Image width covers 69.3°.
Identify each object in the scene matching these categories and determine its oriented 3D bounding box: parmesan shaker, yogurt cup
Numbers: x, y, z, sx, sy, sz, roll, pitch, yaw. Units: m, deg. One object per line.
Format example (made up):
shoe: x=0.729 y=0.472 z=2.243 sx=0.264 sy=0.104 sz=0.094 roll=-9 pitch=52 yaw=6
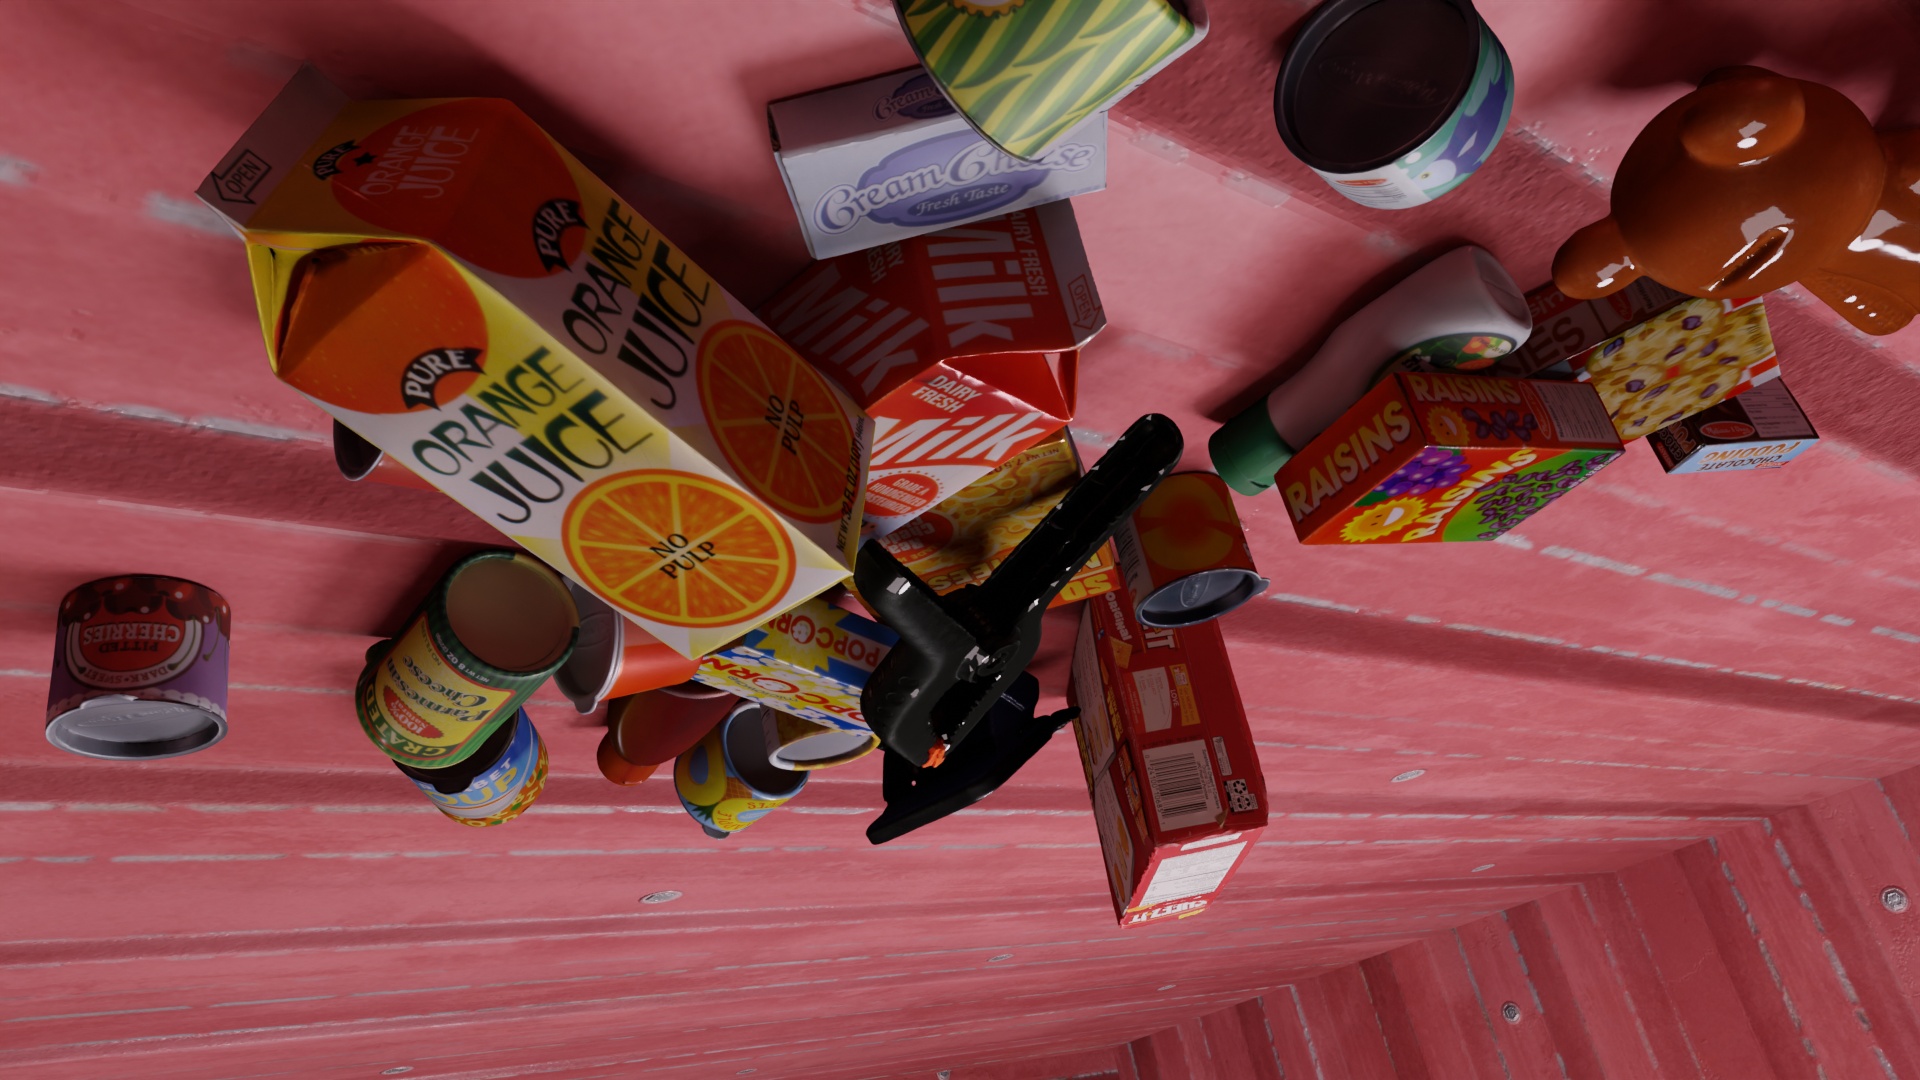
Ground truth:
parmesan shaker: x=-0.231 y=0.053 z=0.641 sx=0.071 sy=0.071 sz=0.102 roll=10 pitch=145 yaw=-39
yogurt cup: x=-0.156 y=0.042 z=0.655 sx=0.054 sy=0.072 sz=0.072 roll=1 pitch=151 yaw=-43

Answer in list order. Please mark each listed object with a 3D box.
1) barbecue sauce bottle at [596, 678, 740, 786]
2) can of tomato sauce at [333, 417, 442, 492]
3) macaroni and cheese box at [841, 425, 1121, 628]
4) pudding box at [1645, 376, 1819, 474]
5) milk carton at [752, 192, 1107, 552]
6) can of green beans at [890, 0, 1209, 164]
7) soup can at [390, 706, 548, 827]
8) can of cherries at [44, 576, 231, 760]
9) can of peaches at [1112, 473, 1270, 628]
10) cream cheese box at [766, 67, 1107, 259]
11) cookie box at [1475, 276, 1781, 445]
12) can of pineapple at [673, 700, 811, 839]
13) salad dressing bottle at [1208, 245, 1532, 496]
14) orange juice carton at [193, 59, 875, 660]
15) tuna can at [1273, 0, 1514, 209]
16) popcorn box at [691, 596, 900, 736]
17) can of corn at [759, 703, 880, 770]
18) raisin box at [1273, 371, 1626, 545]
barbecue sauce bottle: x=-0.169 y=0.096 z=0.778 sx=0.065 sy=0.044 sz=0.147 roll=2 pitch=150 yaw=-29
can of tomato sauce: x=-0.161 y=-0.046 z=0.475 sx=0.083 sy=0.071 sz=0.071 roll=11 pitch=145 yaw=-41
macaroni and cheese box: x=0.002 y=-0.008 z=0.656 sx=0.124 sy=0.040 sz=0.166 roll=-16 pitch=153 yaw=8
pudding box: x=0.399 y=-0.064 z=0.727 sx=0.084 sy=0.050 sz=0.030 roll=-4 pitch=150 yaw=-21
milk carton: x=-0.029 y=-0.057 z=0.509 sx=0.190 sy=0.072 sz=0.073 roll=-31 pitch=148 yaw=31
can of green beans: x=0.024 y=-0.144 z=0.369 sx=0.057 sy=0.071 sz=0.071 roll=-31 pitch=149 yaw=30
soup can: x=-0.258 y=0.111 z=0.732 sx=0.071 sy=0.071 sz=0.083 roll=-9 pitch=153 yaw=-9
can of cherries: x=-0.348 y=0.054 z=0.591 sx=0.071 sy=0.058 sz=0.071 roll=-10 pitch=153 yaw=-5
can of peaches: x=0.117 y=0.005 z=0.719 sx=0.071 sy=0.058 sz=0.071 roll=-11 pitch=153 yaw=-6
cream cheese box: x=-0.005 y=-0.124 z=0.441 sx=0.104 sy=0.024 sz=0.053 roll=-14 pitch=153 yaw=0
cookie box: x=0.289 y=-0.077 z=0.661 sx=0.167 sy=0.040 sz=0.123 roll=-28 pitch=150 yaw=24
can of pineapple: x=-0.133 y=0.140 z=0.851 sx=0.071 sy=0.071 sz=0.057 roll=10 pitch=145 yaw=-39
salad dressing bottle: x=0.176 y=-0.070 z=0.614 sx=0.064 sy=0.044 sz=0.147 roll=10 pitch=146 yaw=-41
orange juice carton: x=-0.117 y=-0.053 z=0.401 sx=0.073 sy=0.072 sz=0.192 roll=-29 pitch=127 yaw=29
tuna can: x=0.136 y=-0.141 z=0.432 sx=0.071 sy=0.071 sz=0.033 roll=-31 pitch=150 yaw=31
popcorn box: x=-0.075 y=0.062 z=0.704 sx=0.126 sy=0.038 sz=0.085 roll=25 pitch=155 yaw=-32
can of corn: x=-0.080 y=0.093 z=0.797 sx=0.071 sy=0.058 sz=0.071 roll=-11 pitch=154 yaw=-5
raisin box: x=0.213 y=-0.035 z=0.609 sx=0.123 sy=0.040 sz=0.085 roll=-1 pitch=153 yaw=-29
